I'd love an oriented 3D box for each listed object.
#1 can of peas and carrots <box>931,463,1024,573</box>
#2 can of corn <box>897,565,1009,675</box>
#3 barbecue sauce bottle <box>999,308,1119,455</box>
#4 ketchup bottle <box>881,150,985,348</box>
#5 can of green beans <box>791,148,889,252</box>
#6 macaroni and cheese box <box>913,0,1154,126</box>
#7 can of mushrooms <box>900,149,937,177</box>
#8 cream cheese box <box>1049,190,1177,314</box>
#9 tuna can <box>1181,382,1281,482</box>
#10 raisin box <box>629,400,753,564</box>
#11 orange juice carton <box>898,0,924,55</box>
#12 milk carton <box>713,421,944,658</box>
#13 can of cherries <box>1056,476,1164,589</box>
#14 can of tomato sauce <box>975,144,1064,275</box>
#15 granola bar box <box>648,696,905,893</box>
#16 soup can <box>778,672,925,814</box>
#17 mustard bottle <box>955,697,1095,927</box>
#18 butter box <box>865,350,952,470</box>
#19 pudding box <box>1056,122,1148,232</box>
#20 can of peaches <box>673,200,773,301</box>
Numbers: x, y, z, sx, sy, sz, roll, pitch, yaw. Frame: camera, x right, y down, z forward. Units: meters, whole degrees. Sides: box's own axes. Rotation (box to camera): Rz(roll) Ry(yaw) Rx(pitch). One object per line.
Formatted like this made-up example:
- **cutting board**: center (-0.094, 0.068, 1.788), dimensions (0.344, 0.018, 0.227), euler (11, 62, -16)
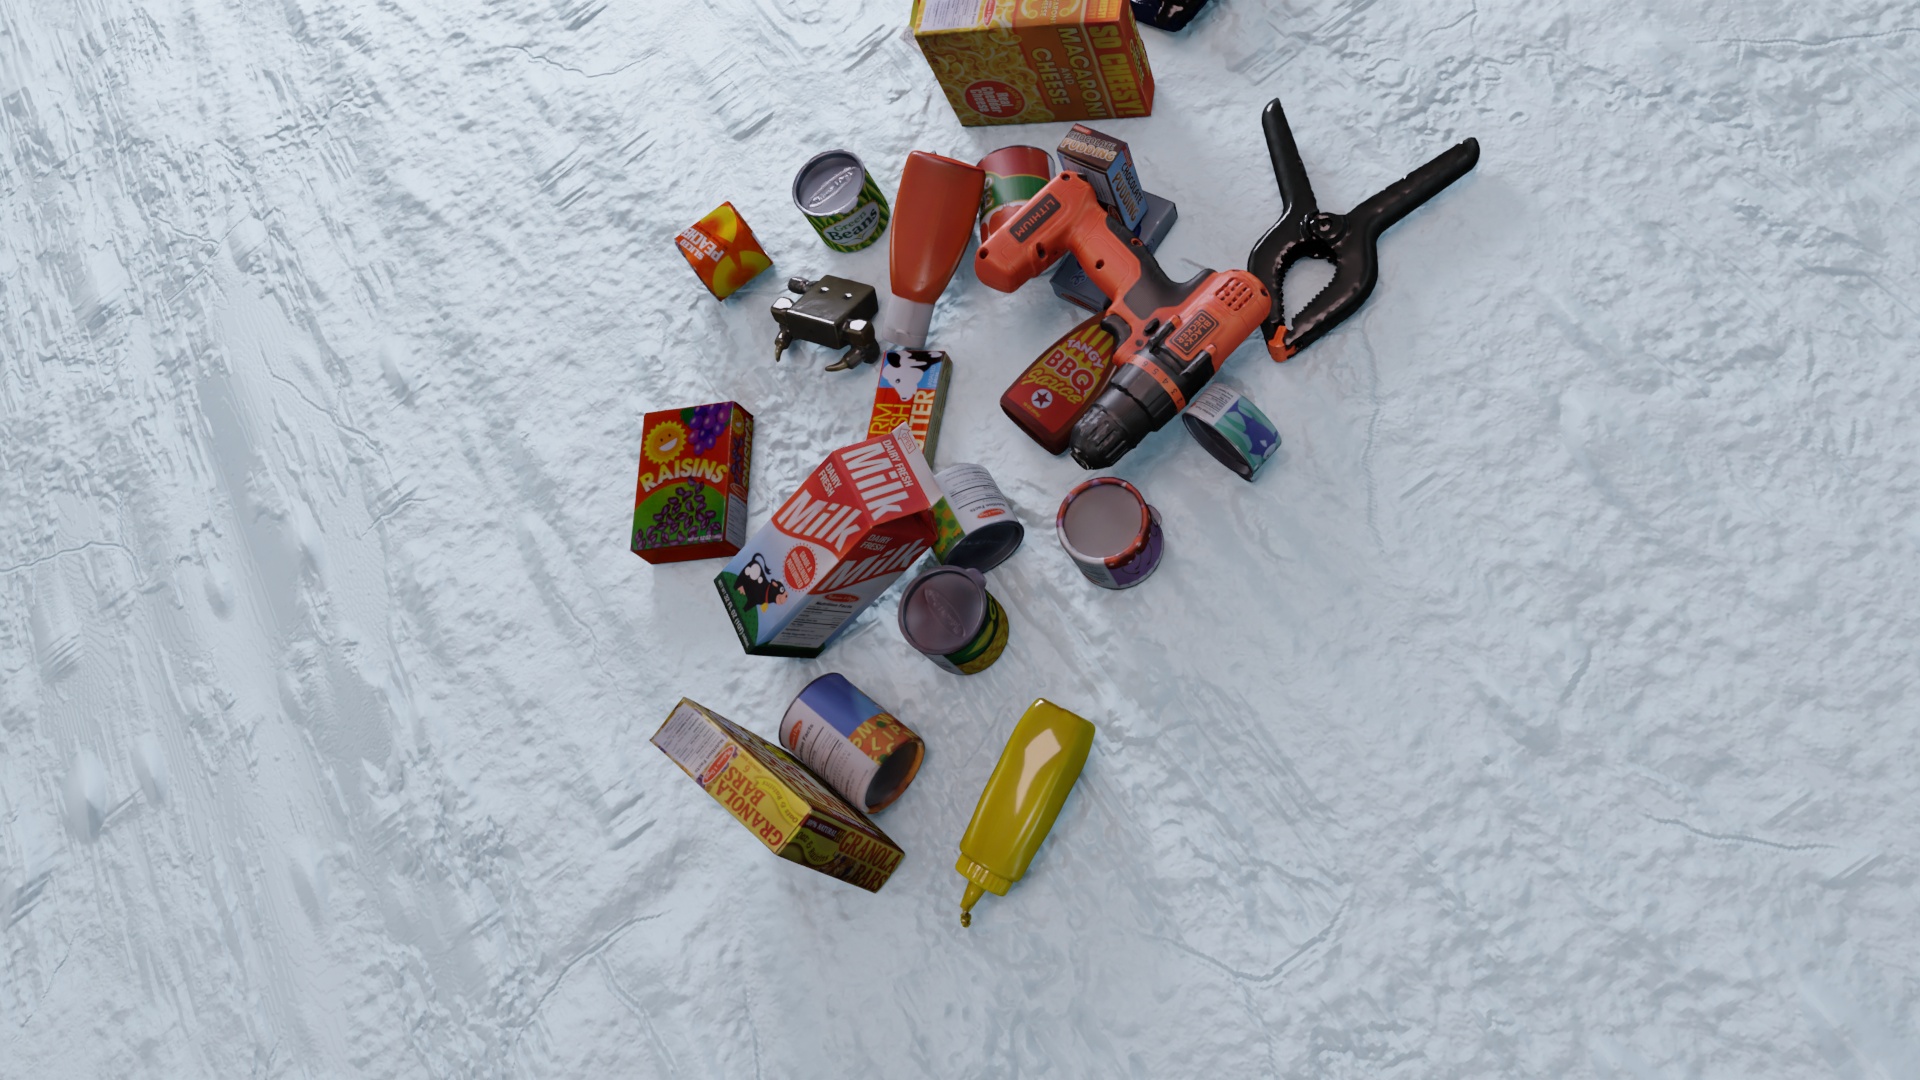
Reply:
- **can of peas and carrots**: center (0.004, -0.013, 1.021), dimensions (0.071, 0.071, 0.059), euler (-33, 62, 5)
- **can of corn**: center (-0.002, 0.057, 0.997), dimensions (0.071, 0.058, 0.071), euler (-7, 67, 17)
- **barbecue sauce bottle**: center (0.100, -0.136, 1.047), dimensions (0.148, 0.043, 0.065), euler (-47, 67, -3)
- **ketchup bottle**: center (-0.028, -0.227, 1.094), dimensions (0.065, 0.044, 0.148), euler (16, 107, 0)
- **can of green beans**: center (-0.100, -0.286, 1.171), dimensions (0.071, 0.057, 0.071), euler (-7, 67, 17)
- **macaroni and cheese box**: center (0.062, -0.389, 1.118), dimensions (0.166, 0.123, 0.040), euler (3, 72, 21)
- **can of mushrooms**: center (-0.020, -0.283, 1.139), dimensions (0.033, 0.071, 0.071), euler (-27, 63, 10)
- **cream cheese box**: center (0.120, -0.228, 1.088), dimensions (0.053, 0.024, 0.104), euler (31, 82, 27)
- **tuna can**: center (0.193, -0.076, 0.979), dimensions (0.033, 0.071, 0.071), euler (-47, 62, -3)
- **raisin box**: center (-0.216, -0.047, 1.127), dimensions (0.086, 0.040, 0.124), euler (-7, 68, 18)
- **orange juice carton**: center (0.036, -0.484, 1.195), dimensions (0.193, 0.073, 0.072), euler (-44, 62, -1)
- **milk carton**: center (-0.087, 0.001, 1.003), dimensions (0.190, 0.073, 0.072), euler (-43, 59, 26)
- **can of cherries**: center (0.108, -0.007, 0.984), dimensions (0.071, 0.058, 0.072), euler (-7, 67, 18)
- **can of tomato sauce**: center (0.045, -0.260, 1.104), dimensions (0.071, 0.071, 0.083), euler (-12, 66, 15)
- **granola bar box**: center (-0.118, 0.173, 0.931), dimensions (0.124, 0.165, 0.039), euler (35, 83, 28)
- **soup can**: center (-0.075, 0.142, 0.986), dimensions (0.084, 0.071, 0.071), euler (34, 83, 27)
- **mustard bottle**: center (0.035, 0.184, 0.930), dimensions (0.049, 0.065, 0.160), euler (26, 83, 22)
- **butter box**: center (-0.042, -0.100, 1.094), dimensions (0.053, 0.024, 0.104), euler (4, 70, 20)
- **pudding box**: center (0.107, -0.271, 1.048), dimensions (0.050, 0.083, 0.030), euler (30, 79, 28)
- **can of peaches**: center (-0.202, -0.248, 1.186), dimensions (0.058, 0.071, 0.071), euler (-35, 62, 3)
